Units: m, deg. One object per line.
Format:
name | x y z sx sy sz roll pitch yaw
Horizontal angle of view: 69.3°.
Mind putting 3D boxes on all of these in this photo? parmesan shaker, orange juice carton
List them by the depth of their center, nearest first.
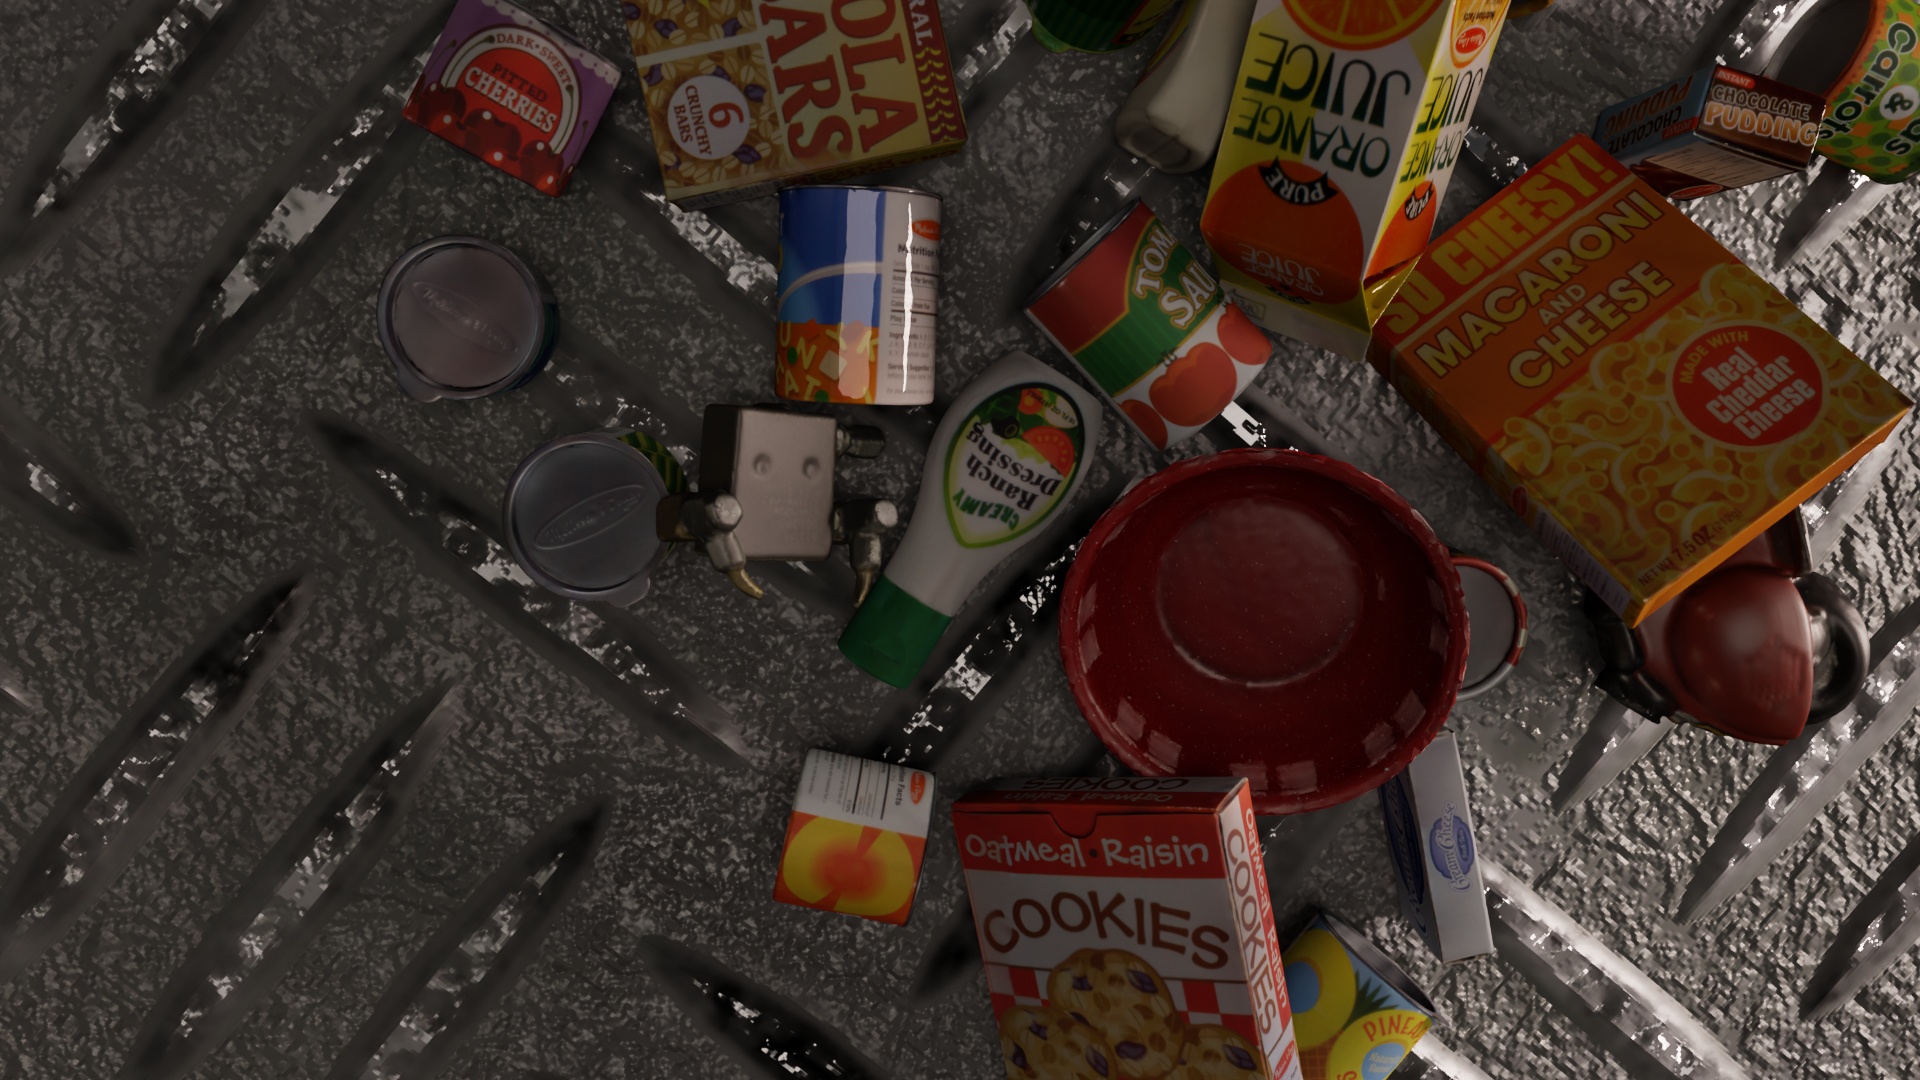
orange juice carton | 0.151 -0.167 0.532 0.072 0.073 0.191 27 123 27
parmesan shaker | 0.060 -0.229 0.533 0.071 0.103 0.071 0 98 -3

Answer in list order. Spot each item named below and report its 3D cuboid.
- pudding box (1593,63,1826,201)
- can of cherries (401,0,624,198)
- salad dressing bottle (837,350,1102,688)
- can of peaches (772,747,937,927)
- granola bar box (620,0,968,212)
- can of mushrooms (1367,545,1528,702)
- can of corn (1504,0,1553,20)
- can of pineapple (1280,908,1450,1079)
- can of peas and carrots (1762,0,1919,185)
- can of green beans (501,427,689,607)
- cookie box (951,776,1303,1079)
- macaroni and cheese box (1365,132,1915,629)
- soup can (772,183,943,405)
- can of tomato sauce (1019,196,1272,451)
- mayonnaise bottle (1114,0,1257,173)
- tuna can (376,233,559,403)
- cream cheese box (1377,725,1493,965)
pudding box | 0.300 -0.164 0.566 0.050 0.084 0.030 15 94 -5
can of cherries | -0.174 -0.175 0.542 0.071 0.071 0.058 29 95 -6
salad dressing bottle | 0.002 -0.007 0.587 0.064 0.044 0.147 32 94 -11
can of peaches | -0.045 0.127 0.589 0.058 0.071 0.071 13 96 -5
granola bar box | -0.074 -0.228 0.558 0.124 0.039 0.165 -13 98 -2
can of mushrooms | 0.211 0.034 0.610 0.071 0.033 0.071 0 98 -3
can of corn | 0.207 -0.243 0.560 0.071 0.071 0.058 -3 98 -3
can of pineapple | 0.167 0.207 0.610 0.071 0.071 0.058 38 95 -7
can of peas and carrots | 0.377 -0.188 0.574 0.059 0.071 0.071 22 95 -5
can of green beans | -0.147 -0.012 0.570 0.071 0.058 0.071 0 97 -3
cookie box | 0.072 0.184 0.586 0.123 0.040 0.167 -7 99 31
macaroni and cheese box | 0.258 -0.067 0.556 0.124 0.040 0.167 -36 64 1
soup can | -0.044 -0.099 0.563 0.071 0.071 0.083 2 97 -4
can of tomato sauce | 0.077 -0.089 0.569 0.071 0.071 0.083 -44 98 3
mayonnaise bottle | 0.115 -0.223 0.560 0.041 0.065 0.148 28 91 -9
tuna can | -0.202 -0.089 0.570 0.071 0.033 0.071 0 97 -3
cream cheese box | 0.205 0.126 0.611 0.024 0.053 0.103 -13 98 1
